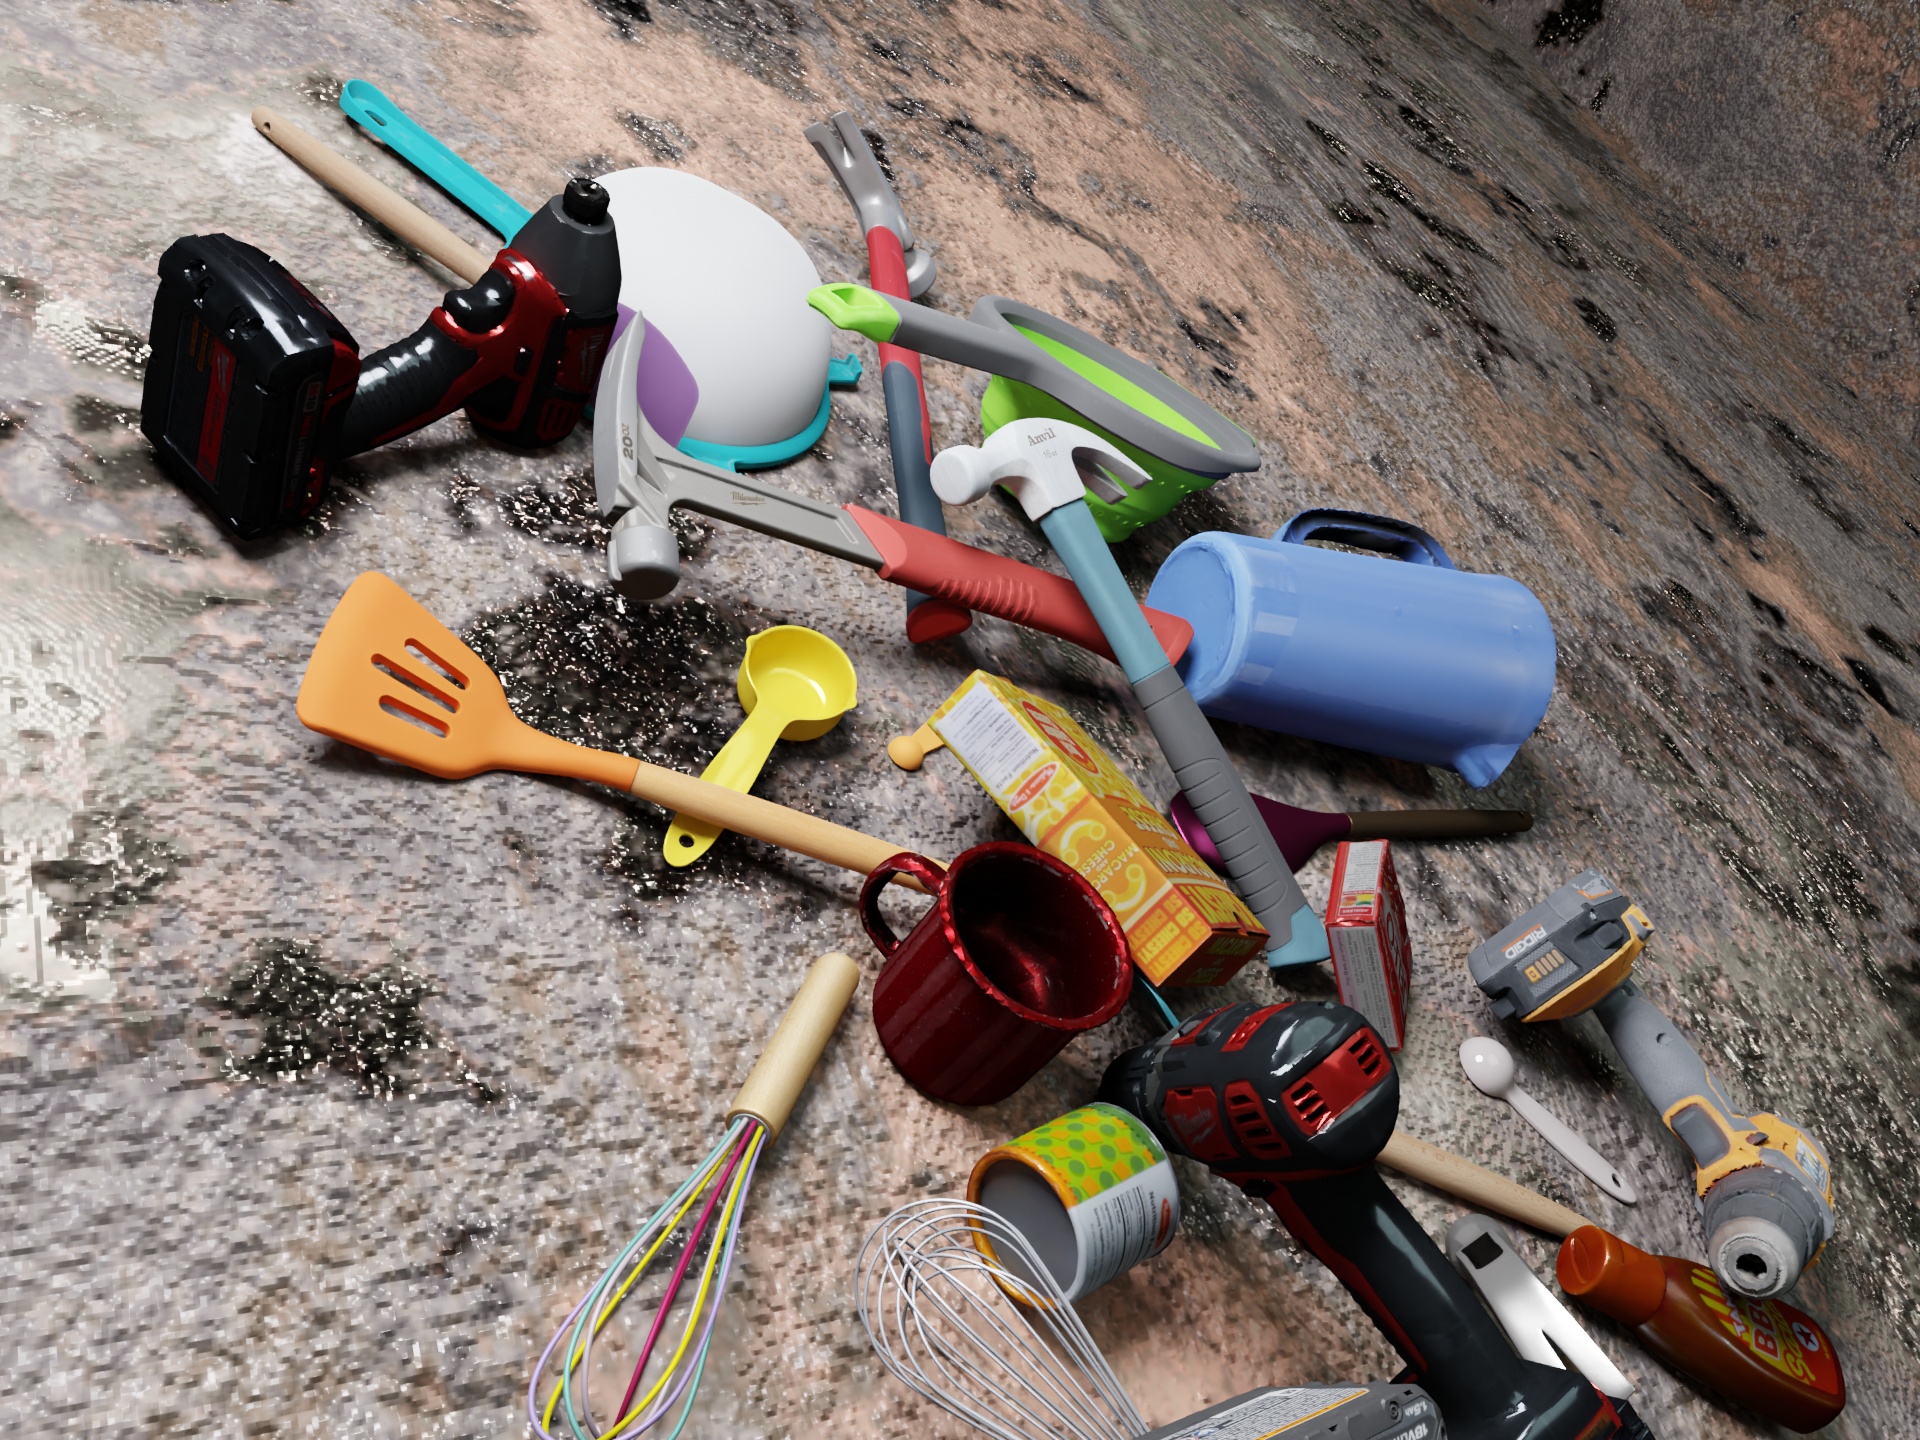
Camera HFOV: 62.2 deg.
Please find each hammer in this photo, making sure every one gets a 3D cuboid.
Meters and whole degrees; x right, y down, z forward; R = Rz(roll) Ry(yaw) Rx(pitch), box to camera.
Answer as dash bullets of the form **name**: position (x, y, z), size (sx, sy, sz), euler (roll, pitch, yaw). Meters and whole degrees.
- **hammer**: position (0.331, 0.365, 0.683), size (0.331, 0.031, 0.130), euler (52, 4, 9)
- **hammer**: position (-0.020, -0.091, 0.830), size (0.358, 0.036, 0.149), euler (15, 54, -34)
- **hammer**: position (0.107, -0.012, 0.846), size (0.128, 0.033, 0.331), euler (-29, 90, -43)
- **hammer**: position (-0.040, -0.209, 0.966), size (0.143, 0.038, 0.387), euler (54, 22, -49)

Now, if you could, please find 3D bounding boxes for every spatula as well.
- **spatula**: position (-0.116, 0.028, 0.689), size (0.322, 0.041, 0.081), euler (20, 53, -12)
- **spatula**: position (-0.265, -0.248, 0.856), size (0.316, 0.059, 0.018), euler (36, 26, 11)
- **spatula**: position (0.197, 0.192, 0.778), size (0.317, 0.044, 0.082), euler (26, 6, -17)

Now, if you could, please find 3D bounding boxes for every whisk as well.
- **whisk**: position (0.073, 0.283, 0.581), size (0.284, 0.070, 0.070), euler (44, 38, 1)
- **whisk**: position (-0.083, 0.167, 0.588), size (0.051, 0.047, 0.245), euler (34, 35, -3)

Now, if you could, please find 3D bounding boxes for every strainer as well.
- **strainer**: position (-0.205, -0.289, 0.916), size (0.340, 0.095, 0.211), euler (37, 38, -2)

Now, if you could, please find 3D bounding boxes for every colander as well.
- **colander**: position (0.032, -0.177, 0.941), size (0.205, 0.094, 0.397), euler (42, 24, 27)

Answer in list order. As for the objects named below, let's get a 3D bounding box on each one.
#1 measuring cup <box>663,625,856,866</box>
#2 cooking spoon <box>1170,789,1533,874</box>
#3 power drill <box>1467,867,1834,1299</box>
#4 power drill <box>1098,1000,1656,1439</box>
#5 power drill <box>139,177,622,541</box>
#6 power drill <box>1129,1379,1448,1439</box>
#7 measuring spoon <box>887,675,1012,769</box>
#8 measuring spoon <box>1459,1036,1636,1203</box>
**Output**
- **measuring cup**: position (-0.101, 0.016, 0.750), size (0.062, 0.029, 0.157), euler (32, 50, -2)
- **cooking spoon**: position (0.251, 0.063, 0.973), size (0.318, 0.017, 0.069), euler (2, 51, -36)
- **power drill**: position (0.379, 0.197, 0.863), size (0.226, 0.084, 0.185), euler (54, 25, 17)
- **power drill**: position (0.148, 0.216, 0.640), size (0.080, 0.188, 0.227), euler (-32, 87, -24)
- **power drill**: position (-0.248, -0.174, 0.729), size (0.078, 0.143, 0.219), euler (44, 40, 12)
- **power drill**: position (0.131, 0.342, 0.511), size (0.190, 0.080, 0.229), euler (-2, 72, -38)
- **measuring spoon**: position (-0.001, -0.003, 0.849), size (0.021, 0.011, 0.117), euler (44, 38, 9)
- **measuring spoon**: position (0.327, 0.218, 0.873), size (0.124, 0.018, 0.034), euler (42, 38, 5)
